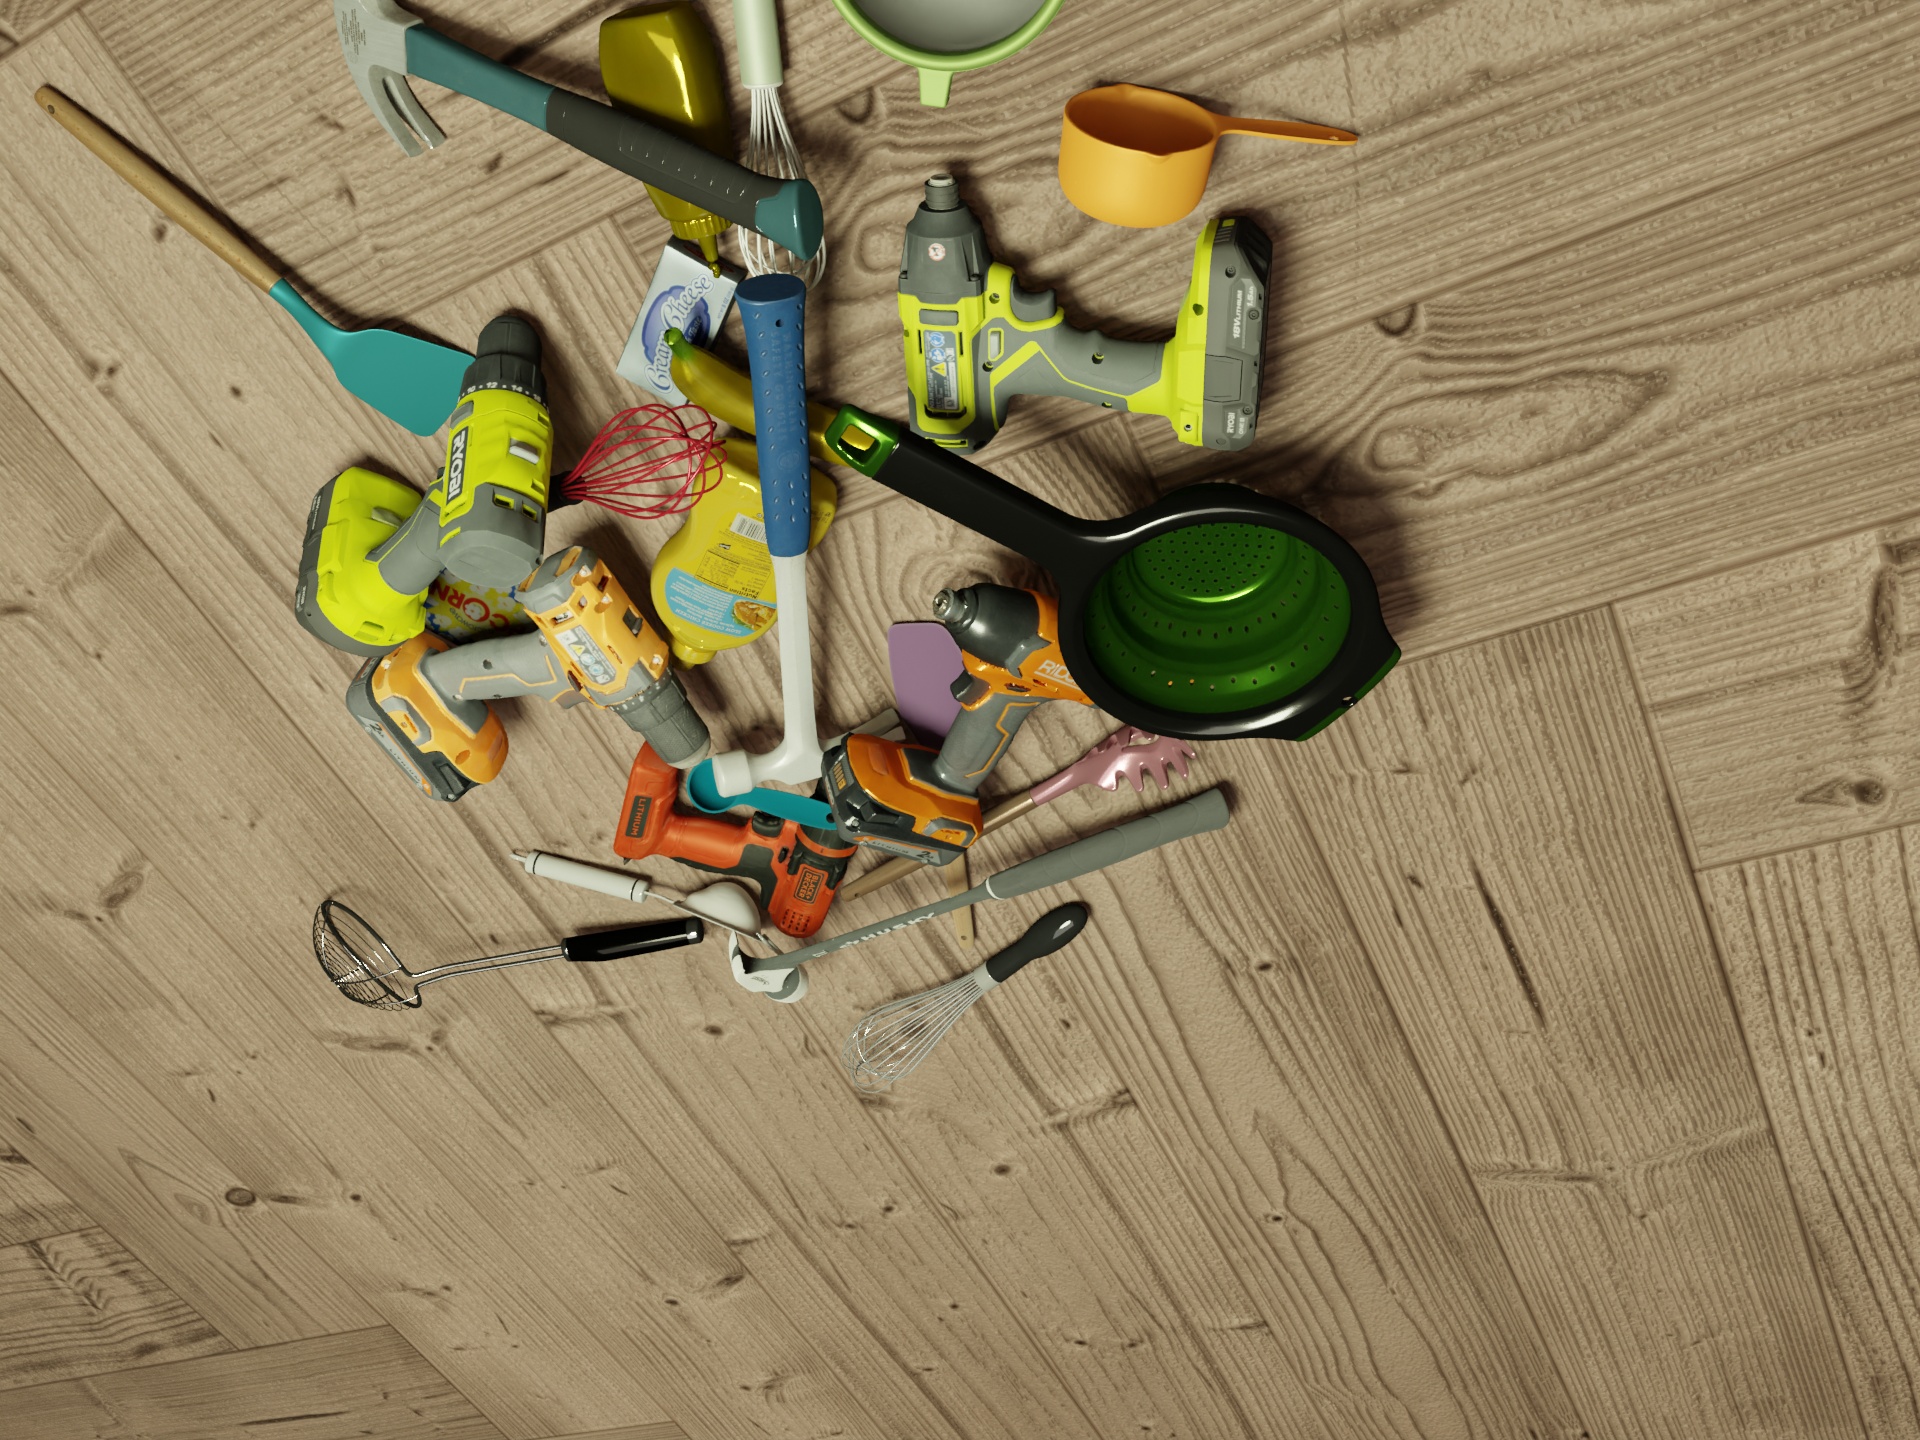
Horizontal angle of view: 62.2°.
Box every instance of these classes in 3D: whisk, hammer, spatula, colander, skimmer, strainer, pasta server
[{"bbox_3d":[-0.248,-0.158,1.058,0.296,0.073,0.073,-4,130,47],"label":"whisk"},{"bbox_3d":[-0.115,-0.369,0.941,0.058,0.059,0.246,12,124,24],"label":"whisk"},{"bbox_3d":[-0.226,-0.353,0.932,0.331,0.033,0.128,27,134,10],"label":"hammer"},{"bbox_3d":[-0.011,0.059,1.247,0.060,0.018,0.315,0,125,11],"label":"spatula"},{"bbox_3d":[-0.110,-0.108,1.070,0.144,0.035,0.405,-12,135,-14],"label":"hammer"},{"bbox_3d":[0.097,-0.120,1.018,0.396,0.095,0.204,25,132,-20],"label":"colander"},{"bbox_3d":[-0.404,0.192,1.419,0.363,0.090,0.127,-9,128,6],"label":"skimmer"},{"bbox_3d":[-0.264,0.145,1.349,0.258,0.050,0.086,14,171,8],"label":"strainer"},{"bbox_3d":[-0.477,-0.312,1.071,0.317,0.044,0.082,40,124,-12],"label":"spatula"},{"bbox_3d":[0.035,0.076,1.222,0.316,0.040,0.060,-29,131,22],"label":"pasta server"},{"bbox_3d":[0.001,0.231,1.353,0.070,0.070,0.284,42,118,-18],"label":"whisk"},{"bbox_3d":[0.038,-0.456,0.829,0.256,0.069,0.151,-28,114,27],"label":"strainer"},{"bbox_3d":[0.011,0.132,1.225,0.409,0.036,0.149,-21,159,10],"label":"hammer"}]

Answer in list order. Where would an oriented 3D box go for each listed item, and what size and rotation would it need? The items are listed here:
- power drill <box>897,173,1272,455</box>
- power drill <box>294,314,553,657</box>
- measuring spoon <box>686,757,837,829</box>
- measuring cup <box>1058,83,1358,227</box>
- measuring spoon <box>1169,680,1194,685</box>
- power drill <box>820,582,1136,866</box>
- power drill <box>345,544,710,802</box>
[{"bbox_3d":[0.073,-0.245,0.974,0.223,0.080,0.171,5,127,12],"label":"power drill"},{"bbox_3d":[-0.356,-0.155,1.081,0.228,0.191,0.080,-25,147,37],"label":"power drill"},{"bbox_3d":[-0.147,0.061,1.220,0.128,0.021,0.042,17,91,-11],"label":"measuring spoon"},{"bbox_3d":[0.140,-0.318,0.913,0.173,0.095,0.052,0,134,-11],"label":"measuring cup"},{"bbox_3d":[0.173,-0.034,1.148,0.117,0.011,0.021,-19,121,28],"label":"measuring spoon"},{"bbox_3d":[-0.002,-0.004,1.122,0.164,0.084,0.226,20,125,-37],"label":"power drill"},{"bbox_3d":[-0.310,-0.014,1.171,0.226,0.084,0.185,-20,122,22],"label":"power drill"}]
